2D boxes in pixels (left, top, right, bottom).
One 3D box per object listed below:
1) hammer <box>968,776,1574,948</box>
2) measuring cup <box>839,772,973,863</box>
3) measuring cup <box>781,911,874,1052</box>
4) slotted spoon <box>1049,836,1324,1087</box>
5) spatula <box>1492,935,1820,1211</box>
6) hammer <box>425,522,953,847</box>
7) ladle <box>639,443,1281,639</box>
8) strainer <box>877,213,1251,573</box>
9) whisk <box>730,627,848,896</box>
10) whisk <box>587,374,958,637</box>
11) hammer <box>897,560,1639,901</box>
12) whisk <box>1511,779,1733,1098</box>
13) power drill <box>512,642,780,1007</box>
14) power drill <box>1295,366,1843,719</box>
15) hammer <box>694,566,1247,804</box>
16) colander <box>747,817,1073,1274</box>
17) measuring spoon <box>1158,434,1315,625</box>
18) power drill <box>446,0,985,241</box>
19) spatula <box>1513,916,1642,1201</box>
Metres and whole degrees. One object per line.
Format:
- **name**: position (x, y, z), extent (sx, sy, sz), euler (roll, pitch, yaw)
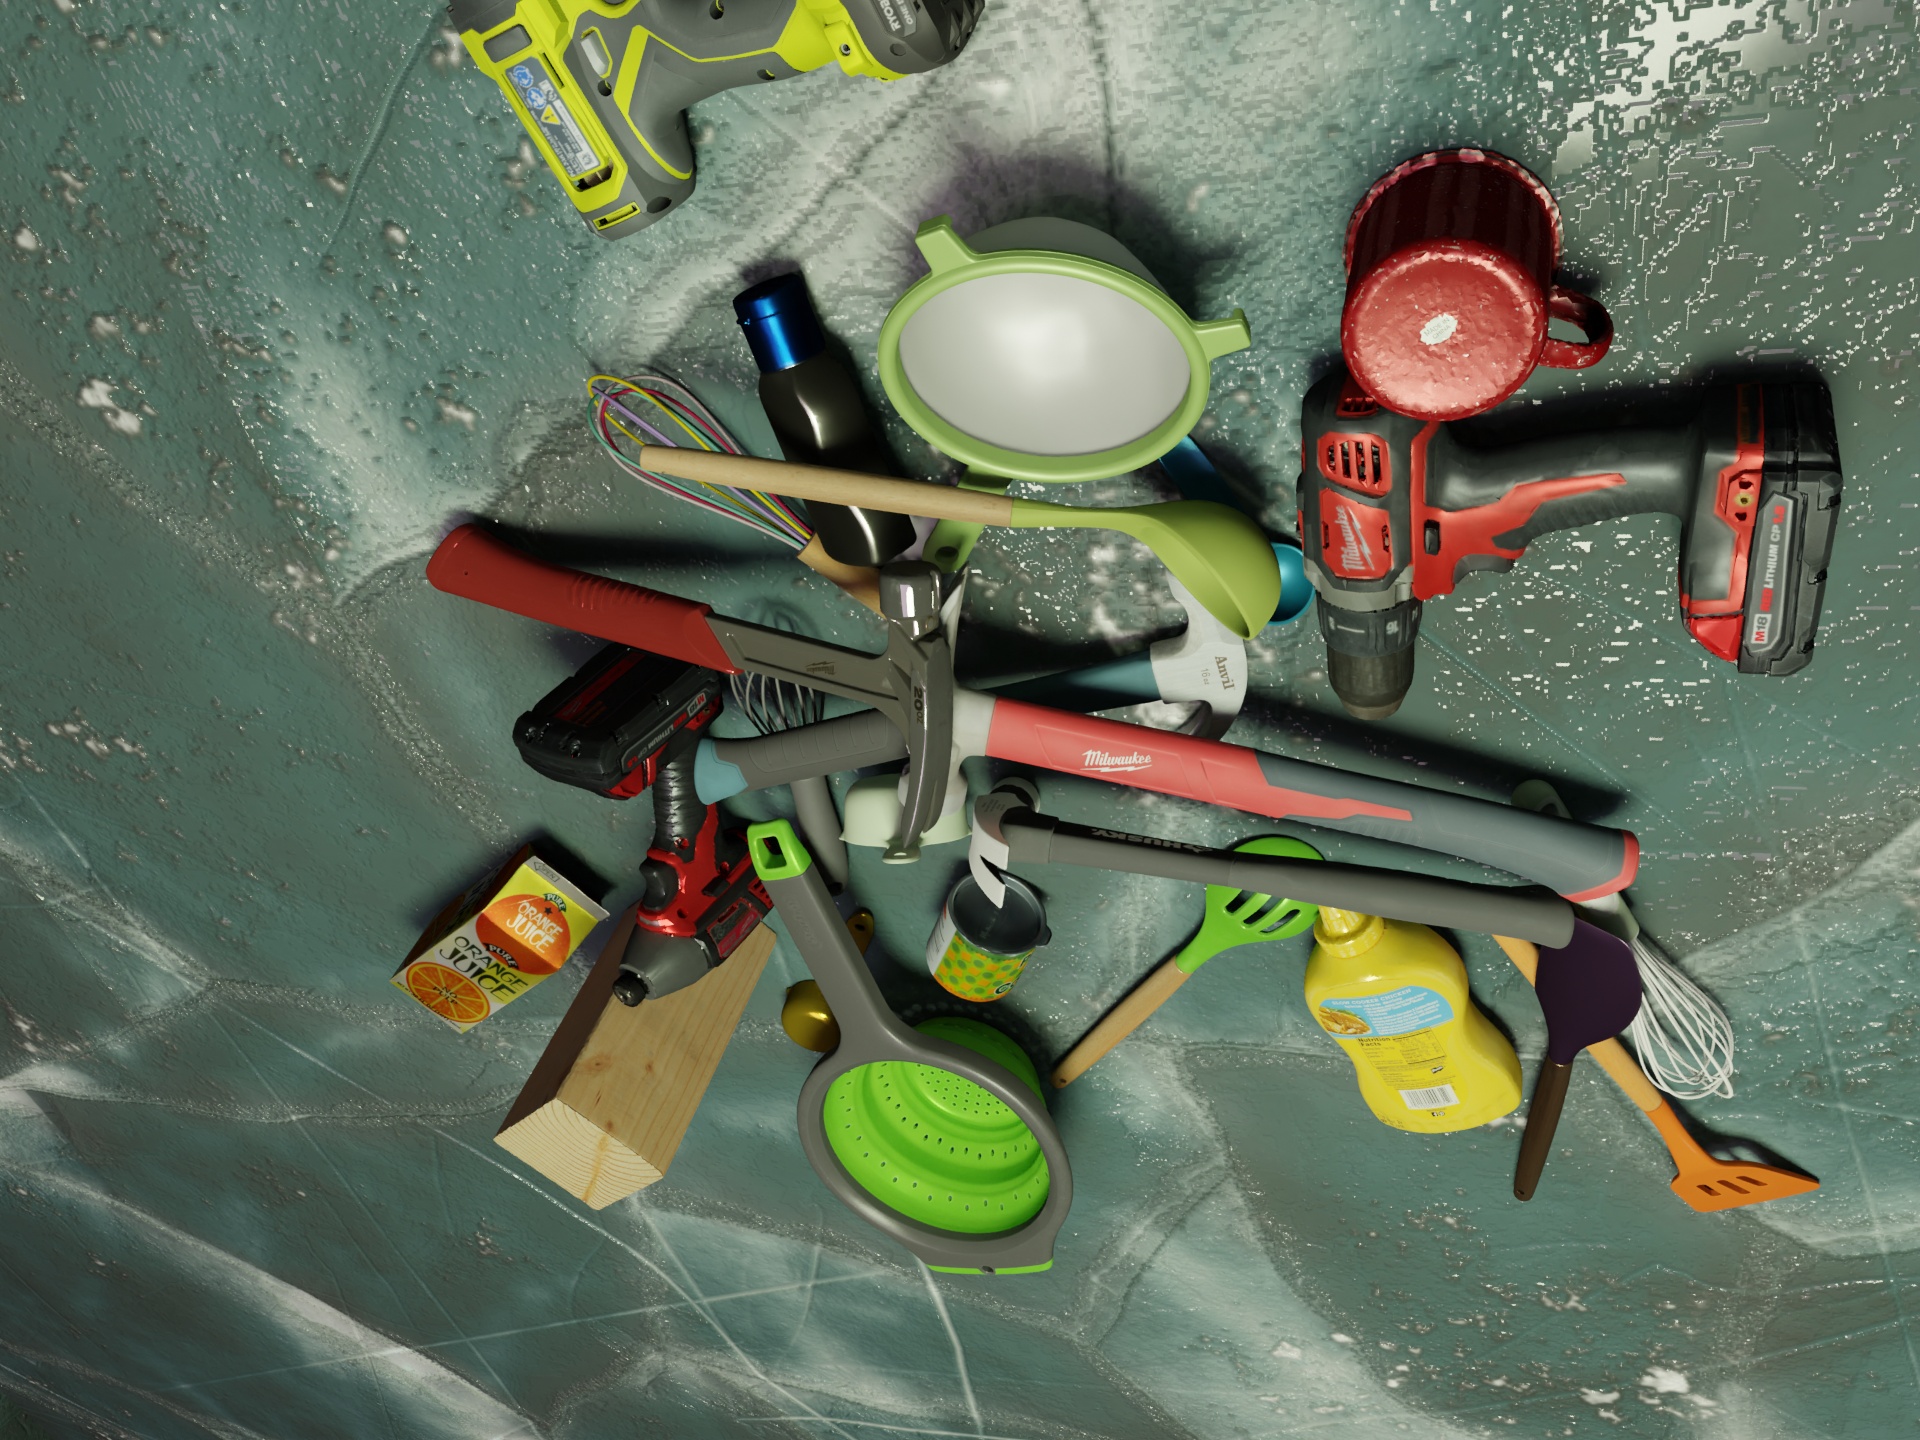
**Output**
- **hammer**: position (0.167, 0.087, 0.889), extent (0.335, 0.146, 0.035), euler (8, 104, 9)
- **measuring cup**: position (-0.033, 0.056, 0.926), extent (0.083, 0.167, 0.038), euler (-2, 93, 0)
- **measuring cup**: position (-0.091, 0.190, 1.143), extent (0.062, 0.029, 0.156), euler (24, 135, -1)
- **slotted spoon**: position (0.136, 0.173, 1.046), extent (0.070, 0.031, 0.313), euler (31, 135, -5)
- **spatula**: position (0.412, 0.213, 0.979), extent (0.081, 0.041, 0.322), euler (-30, 110, 38)
- **hammer**: position (-0.162, -0.044, 0.889), extent (0.359, 0.037, 0.149), euler (15, 117, 29)
- **ladle**: position (-0.003, -0.094, 0.776), extent (0.320, 0.062, 0.078), euler (9, 175, 5)
- **strainer**: position (0.026, -0.159, 0.778), extent (0.151, 0.069, 0.256), euler (14, 153, -11)
- **whisk**: position (-0.100, 0.032, 0.998), extent (0.055, 0.055, 0.238), euler (6, 136, 16)
- **whisk**: position (-0.101, -0.111, 0.873), extent (0.244, 0.051, 0.047), euler (35, 127, -15)
- **hammer**: position (0.165, 0.020, 0.836), extent (0.386, 0.038, 0.143), euler (12, 121, 3)
- **whisk**: position (0.376, 0.127, 0.900), extent (0.058, 0.059, 0.246), euler (-38, 110, -1)
- **power drill**: position (-0.189, 0.070, 0.997), extent (0.079, 0.143, 0.219), euler (14, 134, 32)
- **power drill**: position (0.272, -0.074, 0.743), extent (0.227, 0.080, 0.187), euler (4, 131, 21)
- **hammer**: position (-0.001, -0.003, 0.897), extent (0.331, 0.033, 0.128), euler (-12, 125, 15)
- **colander**: position (-0.038, 0.213, 1.108), extent (0.204, 0.094, 0.396), euler (-11, 116, 28)
- **measuring spoon**: position (0.133, -0.103, 0.808), extent (0.042, 0.021, 0.128), euler (-41, 103, -2)
- **power drill**: position (-0.116, -0.318, 0.674), extent (0.223, 0.080, 0.171), euler (-10, 126, 32)
- **spatula**: position (0.367, 0.220, 0.977), extent (0.060, 0.018, 0.315), euler (28, 148, 30)
